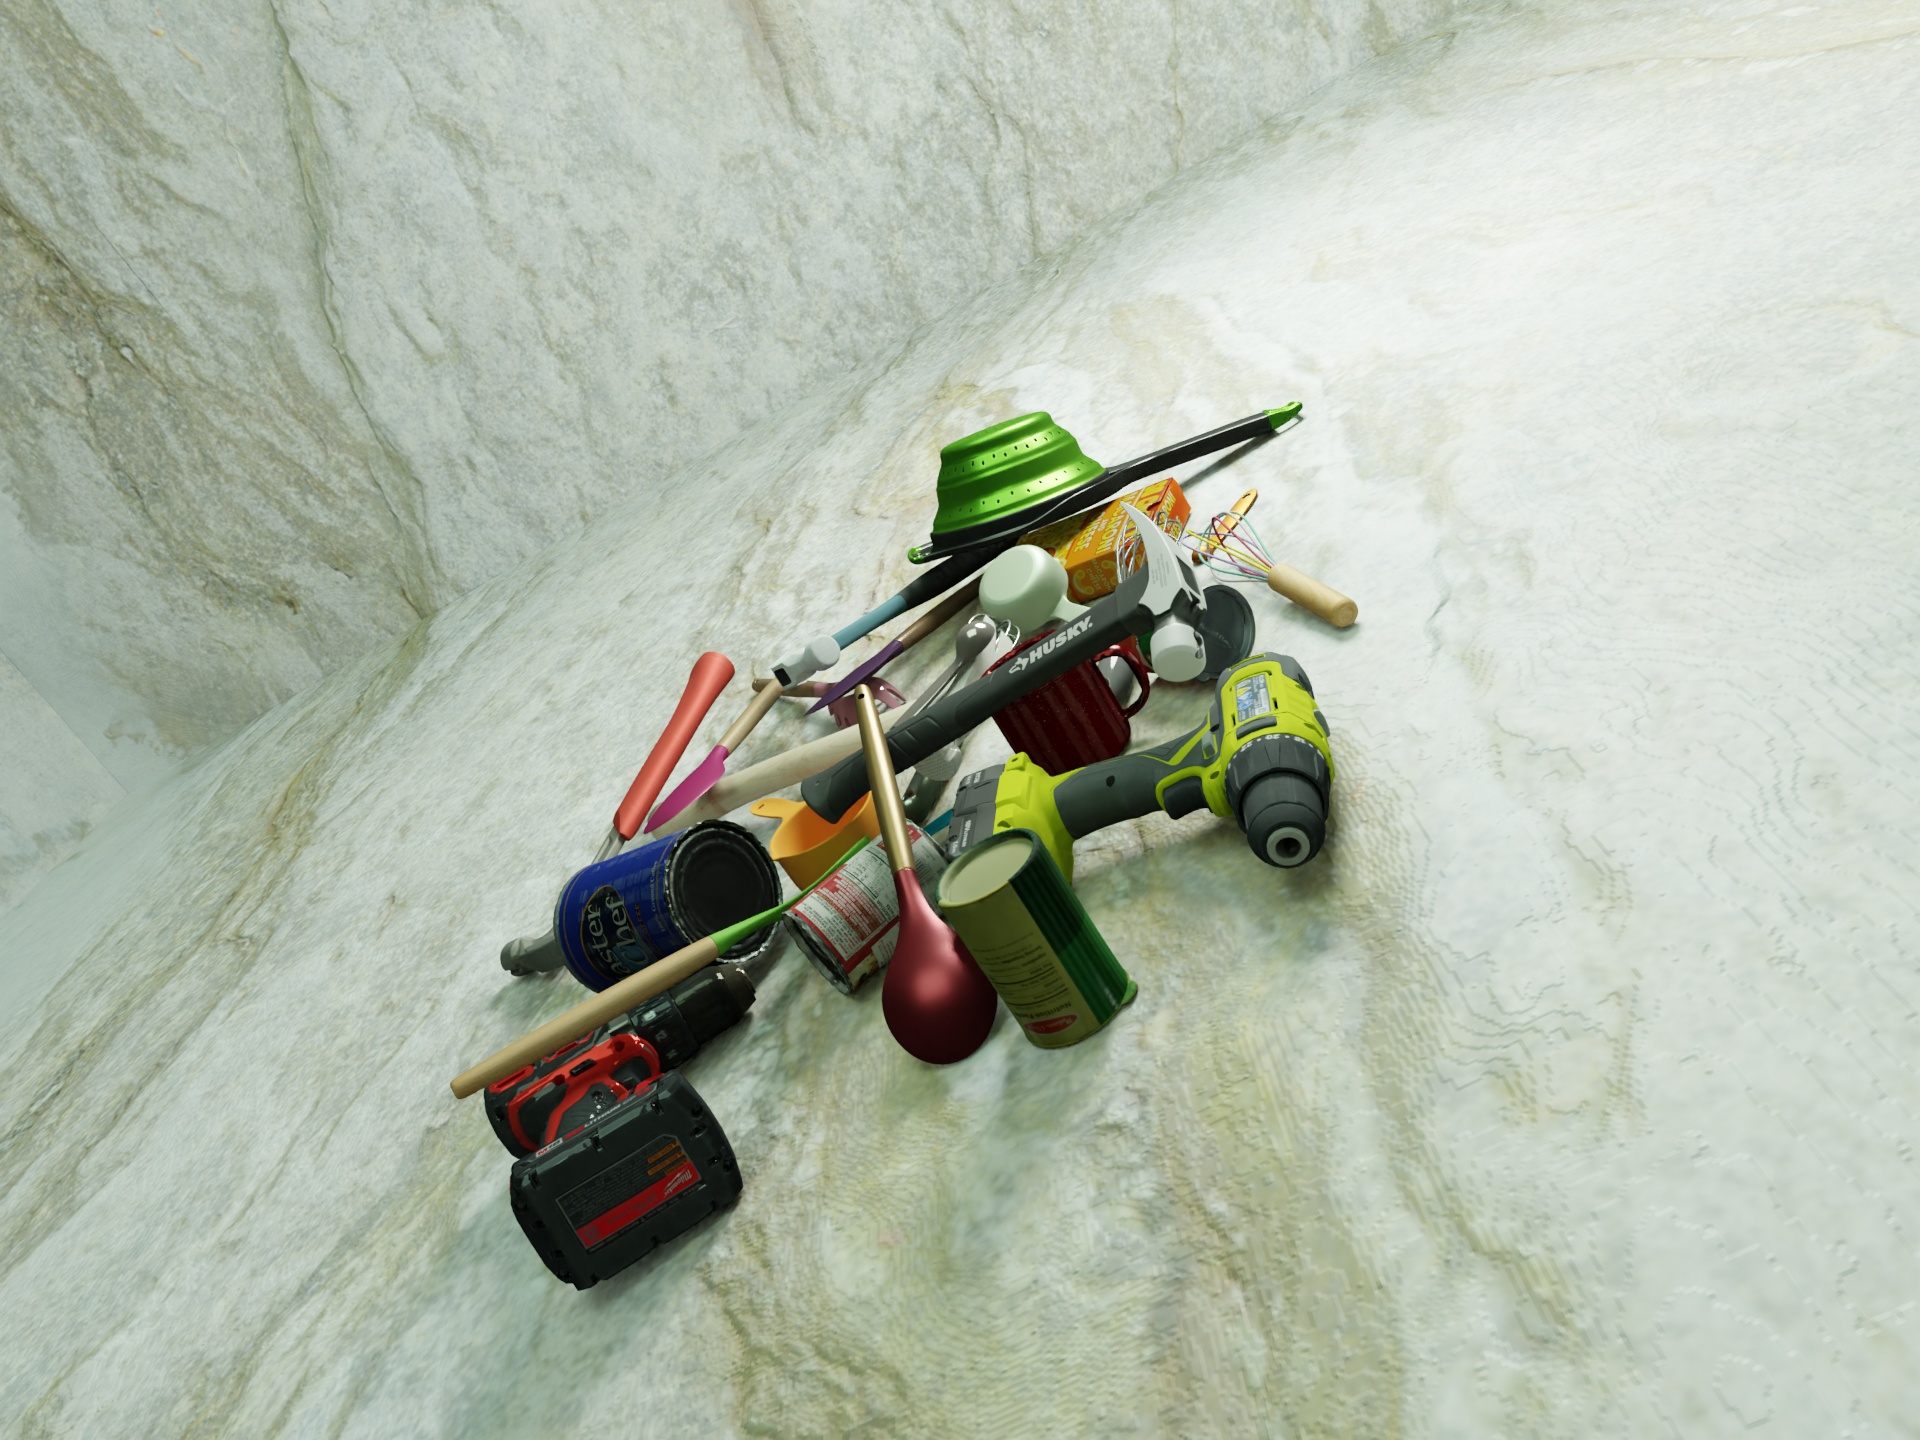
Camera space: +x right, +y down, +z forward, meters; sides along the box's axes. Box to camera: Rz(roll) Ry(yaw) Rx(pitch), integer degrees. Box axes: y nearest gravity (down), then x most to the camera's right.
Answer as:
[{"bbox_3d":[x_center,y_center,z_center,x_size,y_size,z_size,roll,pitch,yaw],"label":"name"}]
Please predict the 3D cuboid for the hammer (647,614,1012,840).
[{"bbox_3d":[-0.124,0.029,1.307,0.410,0.038,0.146,-21,33,43],"label":"hammer"}]

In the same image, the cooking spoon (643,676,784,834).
[{"bbox_3d":[-0.204,0.017,1.417,0.069,0.017,0.319,-30,14,26],"label":"cooking spoon"}]

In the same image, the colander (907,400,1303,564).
[{"bbox_3d":[0.122,-0.260,1.497,0.397,0.094,0.204,-20,12,2],"label":"colander"}]

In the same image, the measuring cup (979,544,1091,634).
[{"bbox_3d":[0.076,-0.102,1.331,0.083,0.038,0.168,-55,39,-6],"label":"measuring cup"}]

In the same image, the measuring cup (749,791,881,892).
[{"bbox_3d":[-0.111,0.089,1.204,0.095,0.052,0.174,-41,21,-22],"label":"measuring cup"}]

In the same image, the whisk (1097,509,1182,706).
[{"bbox_3d":[0.136,-0.088,1.242,0.055,0.055,0.239,-18,34,32],"label":"whisk"}]

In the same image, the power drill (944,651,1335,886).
[{"bbox_3d":[0.111,0.054,0.942,0.228,0.080,0.191,-22,22,17],"label":"power drill"}]

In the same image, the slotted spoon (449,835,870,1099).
[{"bbox_3d":[-0.183,0.160,1.034,0.314,0.031,0.070,-28,-12,-25],"label":"slotted spoon"}]

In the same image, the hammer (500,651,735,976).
[{"bbox_3d":[-0.279,0.067,1.404,0.149,0.036,0.359,-25,31,41],"label":"hammer"}]

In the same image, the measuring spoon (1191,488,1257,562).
[{"bbox_3d":[0.226,-0.170,1.357,0.021,0.011,0.117,-9,31,45],"label":"measuring spoon"}]

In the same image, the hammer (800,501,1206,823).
[{"bbox_3d":[0.017,-0.020,1.063,0.335,0.035,0.146,-31,41,30],"label":"hammer"}]

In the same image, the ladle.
[{"bbox_3d":[-0.037,0.080,0.999,0.069,0.031,0.316,-24,42,6],"label":"ladle"}]

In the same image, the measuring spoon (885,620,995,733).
[{"bbox_3d":[-0.022,-0.029,1.166,0.124,0.018,0.034,-48,23,-10],"label":"measuring spoon"}]

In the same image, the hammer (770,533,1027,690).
[{"bbox_3d":[-0.049,-0.116,1.514,0.331,0.033,0.128,-35,7,-35],"label":"hammer"}]

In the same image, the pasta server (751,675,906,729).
[{"bbox_3d":[-0.140,-0.024,1.528,0.060,0.040,0.316,-40,18,-19],"label":"pasta server"}]

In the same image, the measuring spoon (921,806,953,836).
[{"bbox_3d":[-0.010,0.081,1.137,0.128,0.021,0.042,-32,18,-26],"label":"measuring spoon"}]

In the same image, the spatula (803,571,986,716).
[{"bbox_3d":[-0.046,-0.076,1.447,0.060,0.018,0.316,-26,10,40],"label":"spatula"}]

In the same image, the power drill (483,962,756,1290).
[{"bbox_3d":[-0.197,0.231,0.979,0.188,0.080,0.227,-29,16,-13],"label":"power drill"}]

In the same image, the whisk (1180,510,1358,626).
[{"bbox_3d":[0.233,-0.113,1.190,0.051,0.047,0.245,-41,26,1],"label":"whisk"}]

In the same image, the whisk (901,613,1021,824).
[{"bbox_3d":[-0.002,-0.004,1.264,0.058,0.059,0.246,-31,22,39],"label":"whisk"}]
